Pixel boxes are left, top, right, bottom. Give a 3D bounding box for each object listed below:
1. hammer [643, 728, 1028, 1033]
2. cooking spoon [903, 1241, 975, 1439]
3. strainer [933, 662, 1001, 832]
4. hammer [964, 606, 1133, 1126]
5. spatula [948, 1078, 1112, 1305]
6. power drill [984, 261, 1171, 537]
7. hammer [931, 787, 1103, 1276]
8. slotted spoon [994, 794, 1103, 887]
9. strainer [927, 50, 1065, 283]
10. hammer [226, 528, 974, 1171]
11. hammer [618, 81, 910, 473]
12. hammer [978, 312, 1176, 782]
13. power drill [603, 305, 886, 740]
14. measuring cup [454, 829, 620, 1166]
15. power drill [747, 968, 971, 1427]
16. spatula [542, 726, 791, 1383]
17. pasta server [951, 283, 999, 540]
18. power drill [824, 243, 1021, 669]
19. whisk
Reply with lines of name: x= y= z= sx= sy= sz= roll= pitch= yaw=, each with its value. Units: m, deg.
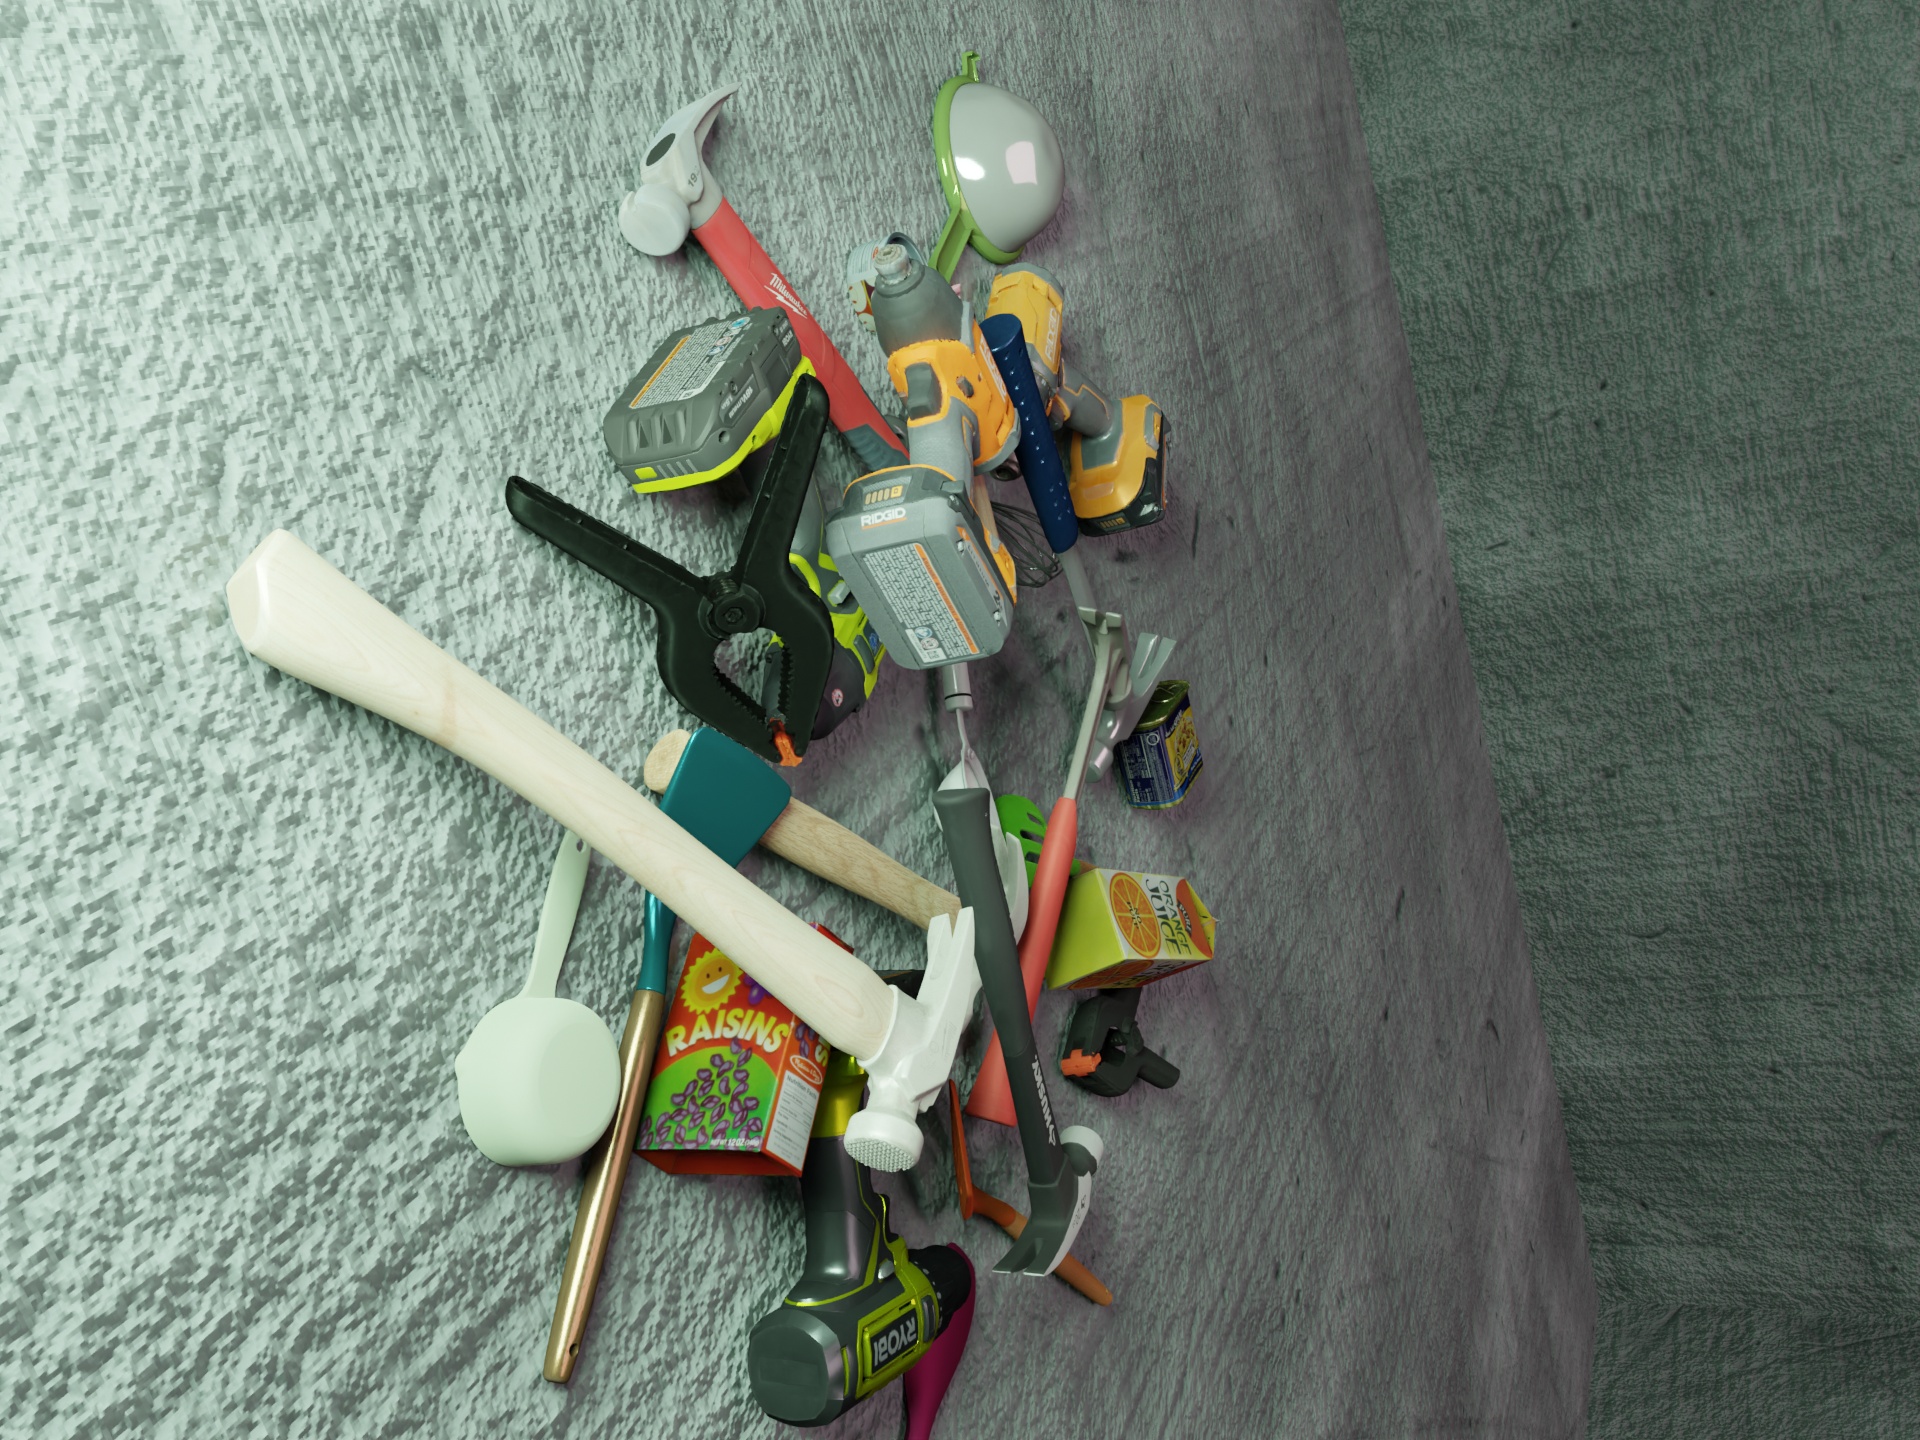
hammer: x=-0.062 y=0.084 z=0.952 sx=0.331 sy=0.031 sz=0.130 roll=37 pitch=81 yaw=-46
cooking spoon: x=-0.035 y=0.466 z=0.950 sx=0.068 sy=0.017 sz=0.319 roll=58 pitch=36 yaw=-36
strainer: x=-0.002 y=-0.004 z=1.113 sx=0.086 sy=0.050 sz=0.258 roll=40 pitch=41 yaw=-72
hammer: x=0.065 y=0.103 z=1.122 sx=0.149 sy=0.037 sz=0.359 roll=64 pitch=40 yaw=-68
spatula: x=0.050 y=0.353 z=1.112 sx=0.322 sy=0.041 sz=0.081 roll=52 pitch=20 yaw=-45
power drill: x=0.087 y=-0.235 z=1.298 sx=0.226 sy=0.084 sz=0.185 roll=39 pitch=51 yaw=-46
hammer: x=0.031 y=0.192 z=0.999 sx=0.146 sy=0.035 sz=0.334 roll=-53 pitch=134 yaw=-58
slotted spoon: x=0.101 y=0.122 z=1.283 sx=0.313 sy=0.031 sz=0.070 roll=30 pitch=58 yaw=-57
strainer: x=0.030 y=-0.413 z=1.245 sx=0.151 sy=0.069 sz=0.257 roll=59 pitch=34 yaw=-36
hammer: x=-0.144 y=0.048 z=0.732 sx=0.410 sy=0.038 sz=0.146 roll=42 pitch=46 yaw=-29
hammer: x=-0.069 y=-0.214 z=1.019 sx=0.385 sy=0.038 sz=0.143 roll=51 pitch=39 yaw=-37
hammer: x=0.083 y=-0.131 z=1.195 sx=0.144 sy=0.035 sz=0.405 roll=-55 pitch=143 yaw=-27
power drill: x=-0.107 y=-0.105 z=0.911 sx=0.223 sy=0.080 sz=0.171 roll=65 pitch=32 yaw=-35
measuring cup: x=-0.183 y=0.124 z=0.745 sx=0.083 sy=0.038 sz=0.168 roll=39 pitch=52 yaw=-52
power drill: x=-0.052 y=0.262 z=0.914 sx=0.190 sy=0.080 sz=0.228 roll=4 pitch=82 yaw=-64
spatula: x=-0.153 y=0.159 z=0.788 sx=0.082 sy=0.044 sz=0.318 roll=42 pitch=49 yaw=-46
pasta server: x=0.008 y=-0.189 z=1.087 sx=0.060 sy=0.040 sz=0.317 roll=71 pitch=5 yaw=-50
power drill: x=-0.020 y=-0.163 z=0.939 sx=0.164 sy=0.084 sz=0.227 roll=60 pitch=27 yaw=-46
whisk: x=0.010 y=-0.160 z=1.170 sx=0.238 sy=0.055 sz=0.055 roll=34 pitch=54 yaw=-50
